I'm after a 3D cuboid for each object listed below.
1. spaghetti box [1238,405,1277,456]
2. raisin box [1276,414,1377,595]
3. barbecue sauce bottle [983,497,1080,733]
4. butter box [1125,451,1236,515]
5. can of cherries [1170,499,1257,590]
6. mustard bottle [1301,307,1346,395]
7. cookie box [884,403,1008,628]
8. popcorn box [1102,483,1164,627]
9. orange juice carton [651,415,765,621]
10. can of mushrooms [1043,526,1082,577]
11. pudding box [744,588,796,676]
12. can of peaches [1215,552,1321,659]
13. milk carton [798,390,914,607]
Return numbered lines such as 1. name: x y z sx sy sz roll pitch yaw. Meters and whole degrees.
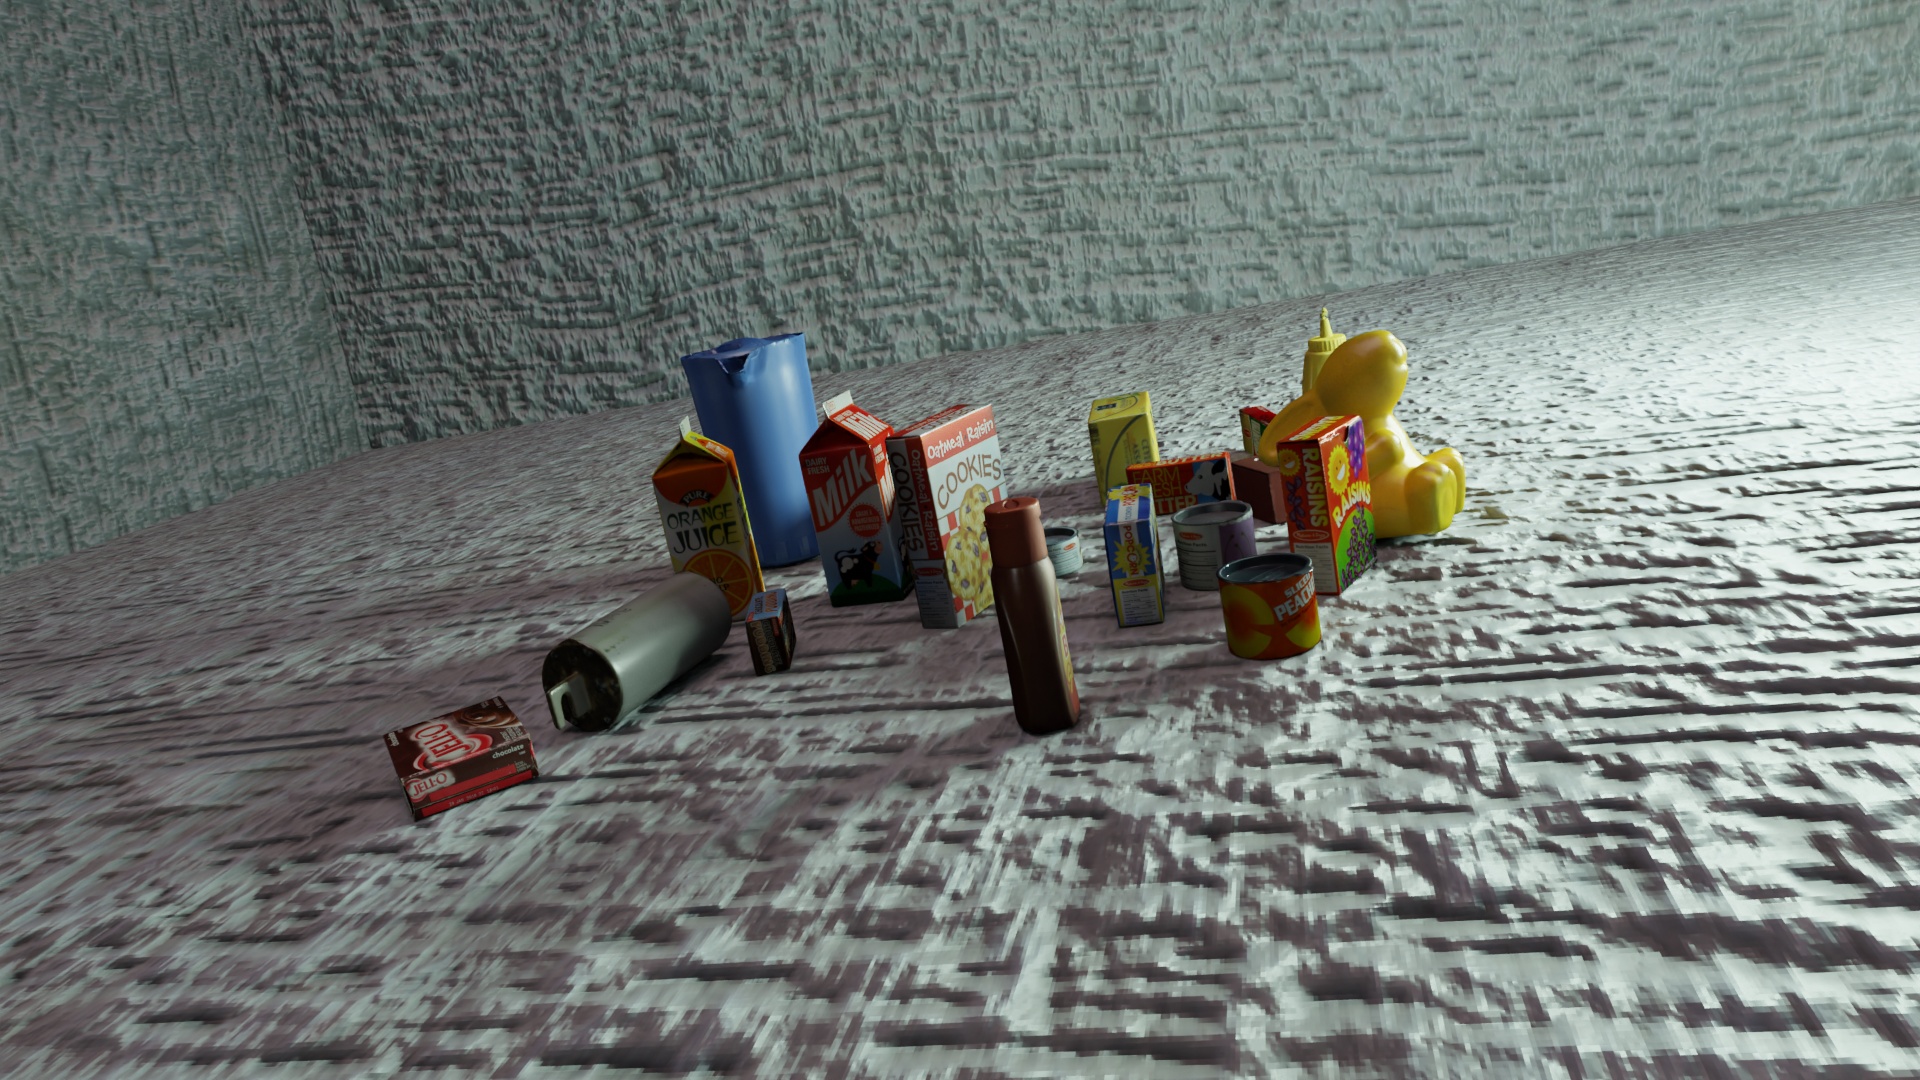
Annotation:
1. spaghetti box: 0.344 -0.102 1.492 0.029 0.050 0.251 -11 14 0
2. raisin box: 0.287 -0.029 1.082 0.040 0.123 0.086 0 17 38
3. barbecue sauce bottle: 0.045 0.047 0.908 0.044 0.148 0.065 -11 13 0
4. butter box: 0.220 -0.056 1.391 0.103 0.053 0.024 -7 14 17
5. can of cherries: 0.213 0.003 1.147 0.071 0.058 0.071 -10 13 3
6. mustard bottle: 0.396 -0.168 1.486 0.065 0.159 0.049 -12 13 -3
7. cookie box: -0.004 -0.024 1.195 0.040 0.167 0.123 -3 15 31
8. popcorn box: 0.141 0.009 1.121 0.038 0.085 0.127 -9 14 10
9. orange juice carton: -0.240 -0.021 1.314 0.073 0.192 0.072 -11 13 -2
10. can of mushrooms: 0.077 0.011 1.274 0.071 0.033 0.071 -10 14 3
11. pudding box: -0.159 0.075 1.162 0.030 0.049 0.084 -11 13 0
12. can of peaches: 0.218 0.046 0.972 0.071 0.058 0.071 -10 13 3
13. milk carton: -0.095 -0.041 1.286 0.073 0.190 0.072 -7 14 17
